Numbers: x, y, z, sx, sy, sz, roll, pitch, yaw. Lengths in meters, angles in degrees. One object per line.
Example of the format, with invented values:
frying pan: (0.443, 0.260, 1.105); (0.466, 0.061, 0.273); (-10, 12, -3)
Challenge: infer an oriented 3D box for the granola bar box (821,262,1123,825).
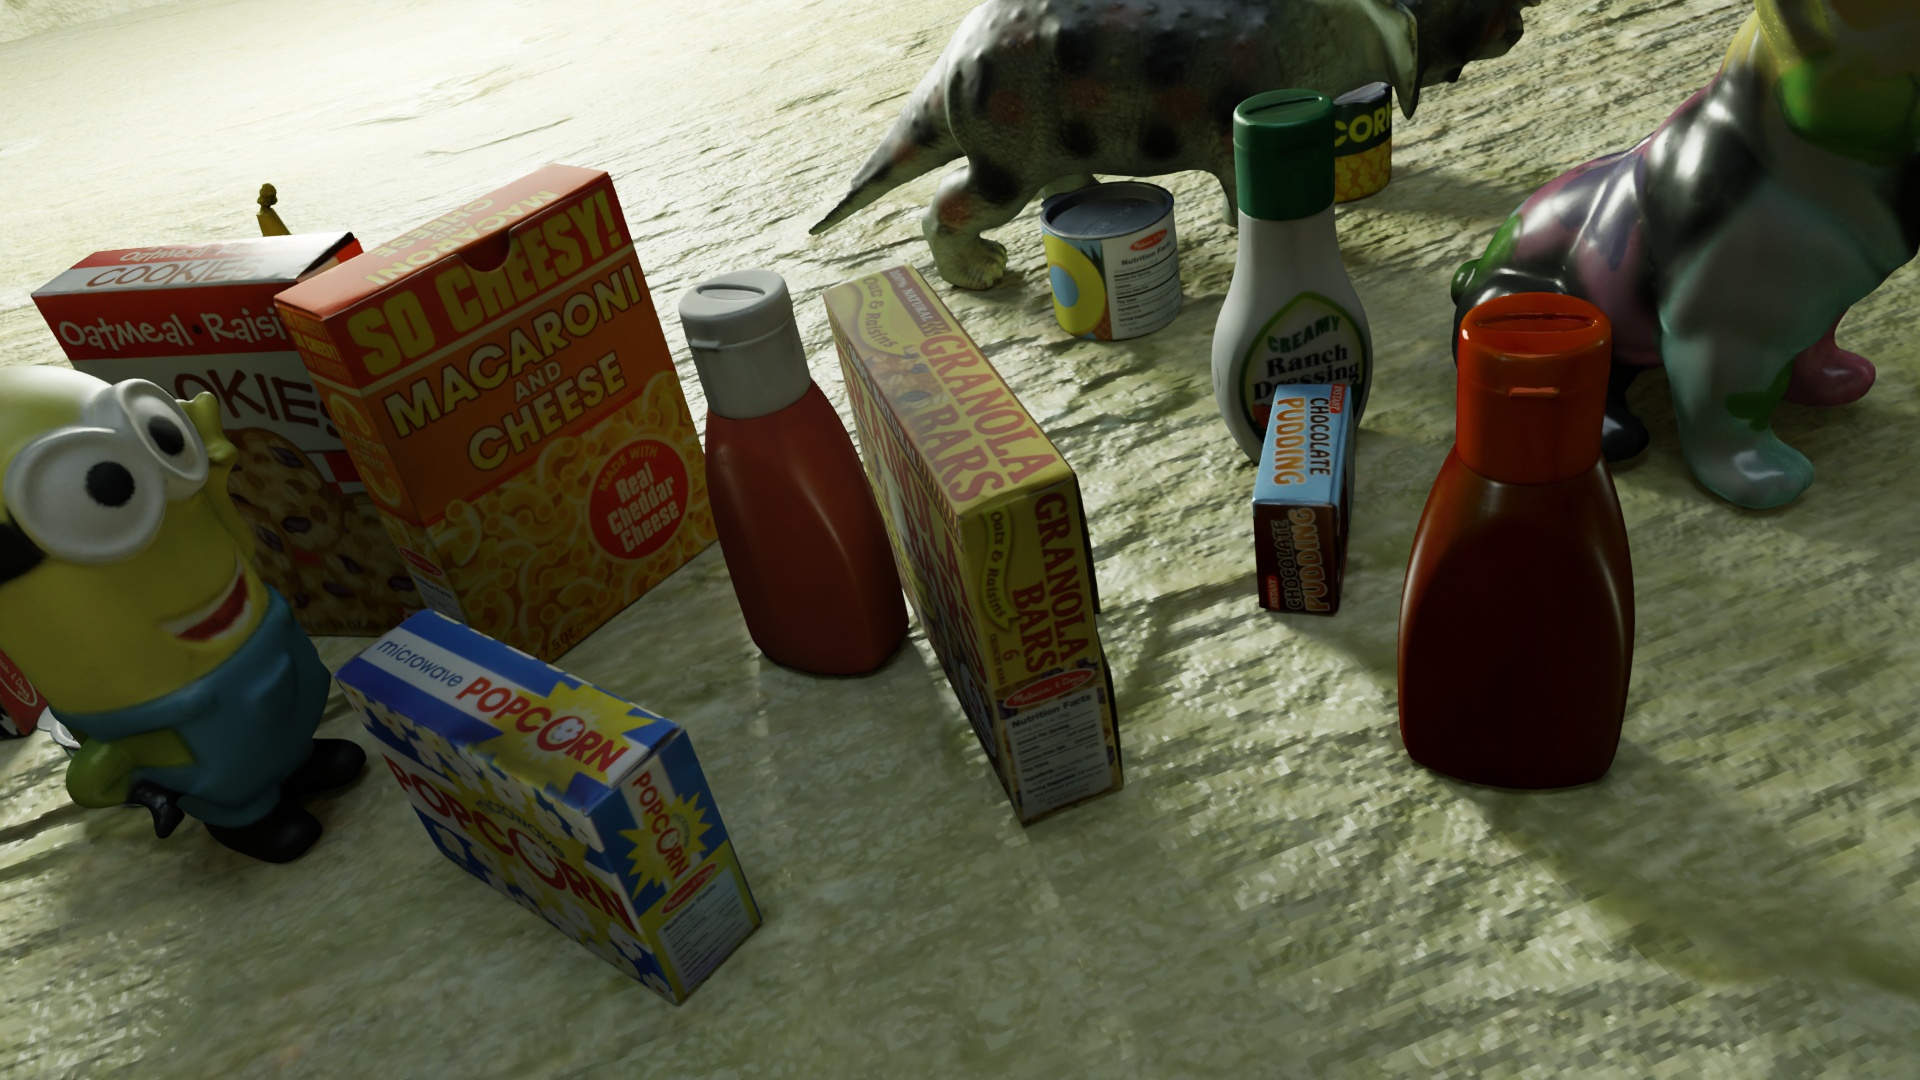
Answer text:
granola bar box: (0.002, -0.006, 0.473); (0.039, 0.123, 0.166); (-18, 35, -9)

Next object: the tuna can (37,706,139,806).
tuna can: (-0.312, 0.069, 0.538); (0.071, 0.032, 0.071); (-8, 35, 6)

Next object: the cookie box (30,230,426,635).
cookie box: (-0.269, -0.037, 0.558); (0.123, 0.166, 0.040); (0, 37, 16)

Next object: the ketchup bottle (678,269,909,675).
ketchup bottle: (-0.062, -0.021, 0.491); (0.065, 0.148, 0.044); (10, 40, 28)

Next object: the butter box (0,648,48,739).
butter box: (-0.437, 0.060, 0.570); (0.103, 0.053, 0.024); (-7, 35, 7)

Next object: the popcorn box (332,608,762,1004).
popcorn box: (-0.127, 0.078, 0.427); (0.127, 0.084, 0.038); (17, 44, 34)

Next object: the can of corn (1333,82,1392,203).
can of corn: (0.210, -0.228, 0.779); (0.071, 0.058, 0.071); (-8, 35, 6)

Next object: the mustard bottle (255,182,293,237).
mustard bottle: (-0.290, -0.087, 0.640); (0.065, 0.159, 0.049); (3, 38, 20)

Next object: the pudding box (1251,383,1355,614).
pudding box: (0.129, -0.018, 0.517); (0.030, 0.049, 0.084); (2, 37, 19)

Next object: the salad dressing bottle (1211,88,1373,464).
salad dressing bottle: (0.129, -0.099, 0.546); (0.064, 0.147, 0.044); (-13, 35, -1)

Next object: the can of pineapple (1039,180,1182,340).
can of pineapple: (0.076, -0.141, 0.698); (0.071, 0.057, 0.071); (-8, 35, 6)

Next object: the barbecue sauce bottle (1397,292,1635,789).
barbecue sauce bottle: (0.157, 0.004, 0.392); (0.065, 0.147, 0.044); (3, 38, 20)

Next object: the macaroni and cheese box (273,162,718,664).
macaroni and cheese box: (-0.165, -0.043, 0.536); (0.040, 0.165, 0.124); (18, 45, 36)
